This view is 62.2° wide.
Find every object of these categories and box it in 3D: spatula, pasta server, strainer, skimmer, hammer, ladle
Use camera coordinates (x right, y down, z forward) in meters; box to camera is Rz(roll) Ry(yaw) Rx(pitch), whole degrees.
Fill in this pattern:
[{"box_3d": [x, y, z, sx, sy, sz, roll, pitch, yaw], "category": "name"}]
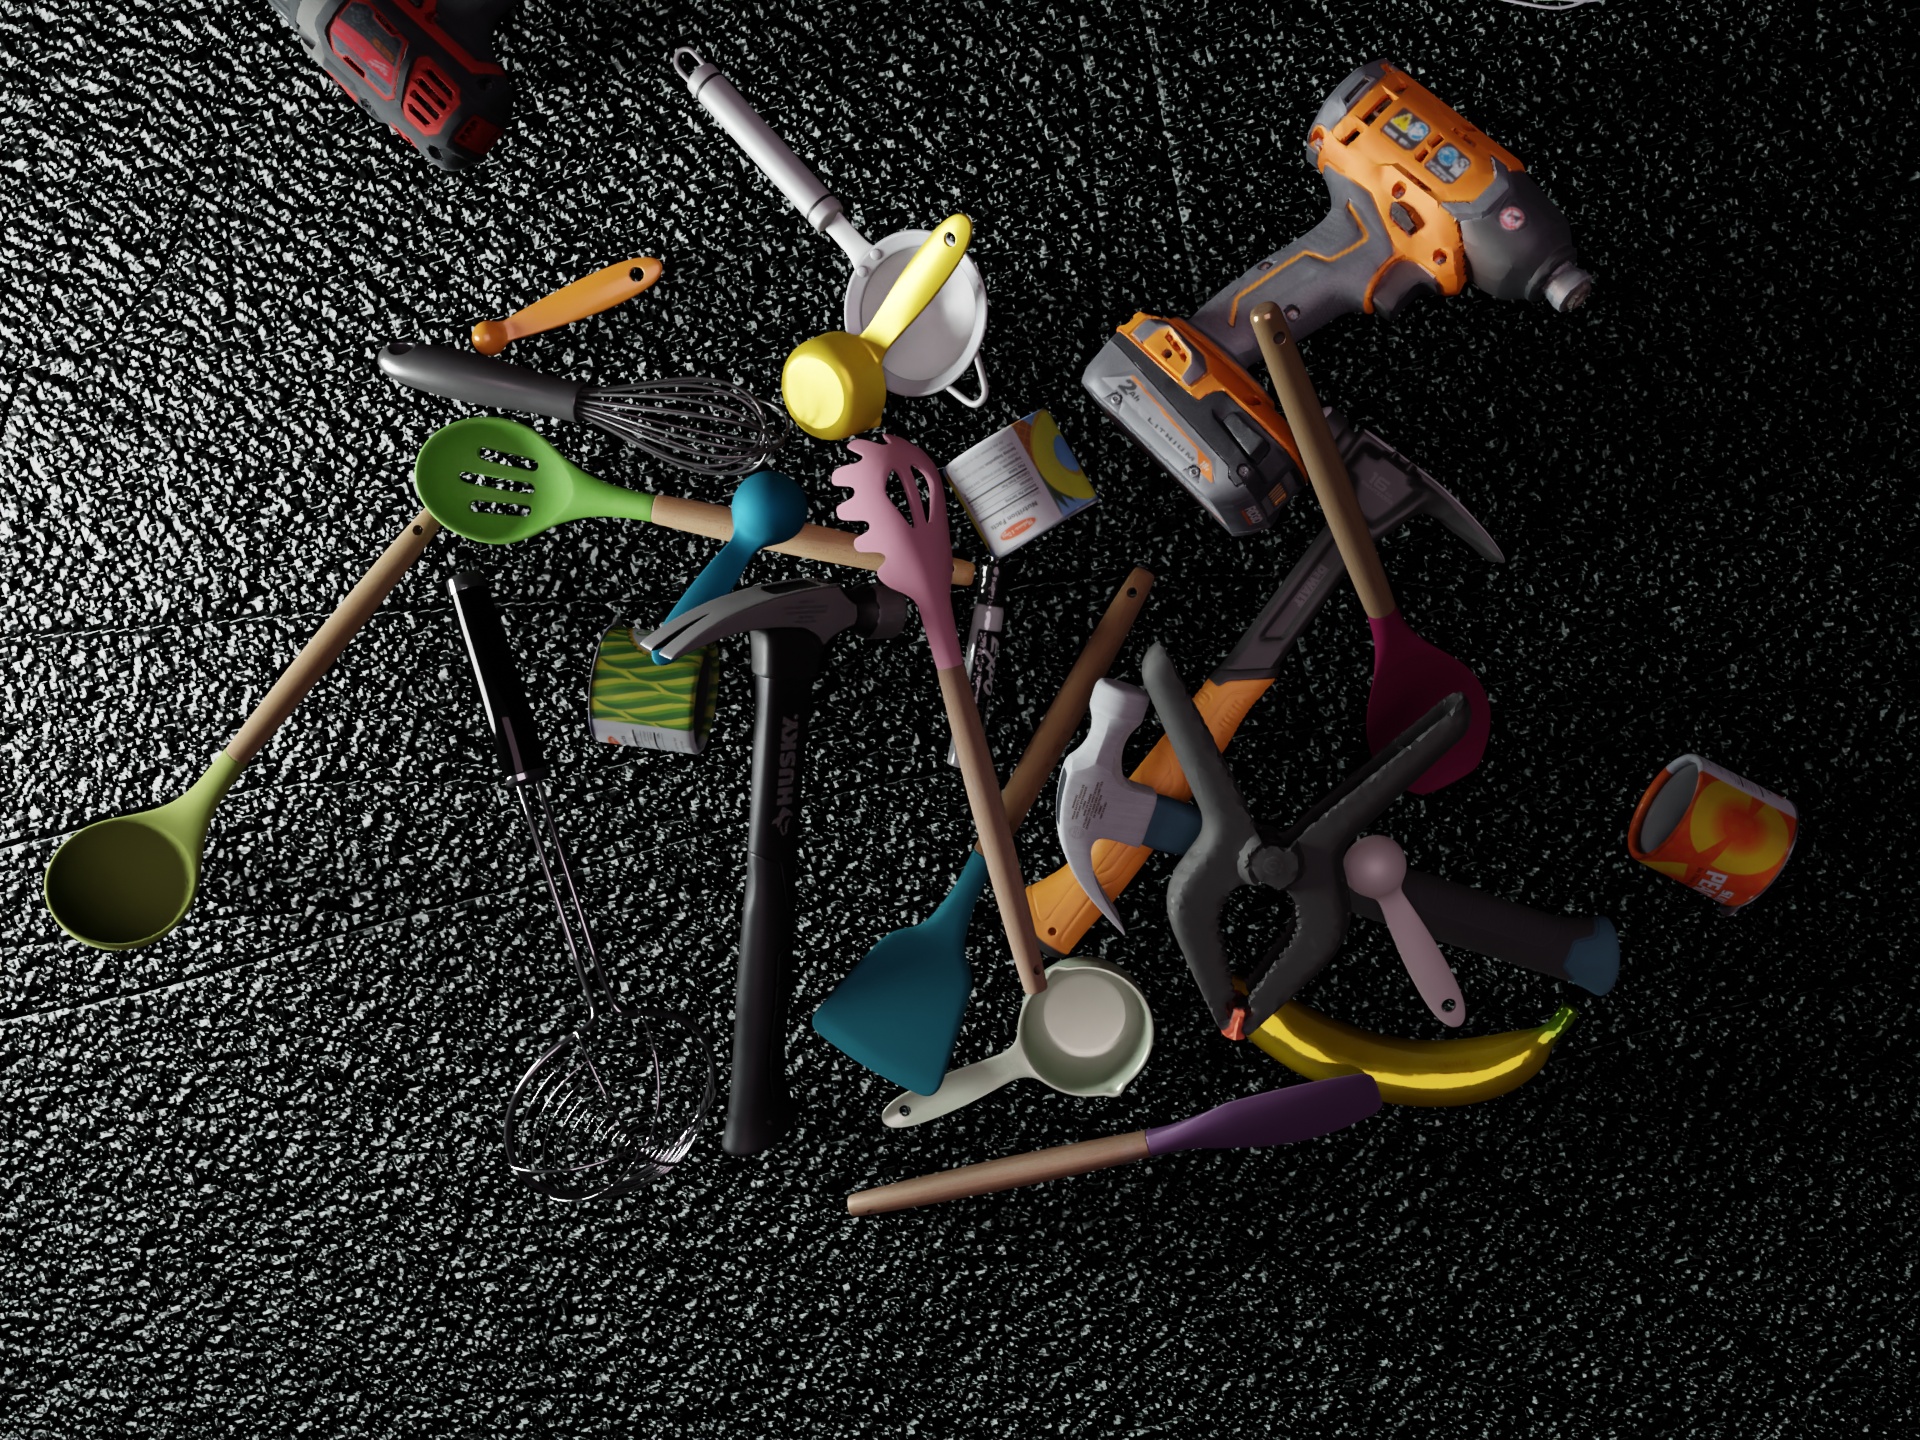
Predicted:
[{"box_3d": [0.084, 0.249, 0.915, 0.316, 0.018, 0.059, -15, 134, 11], "category": "spatula"}, {"box_3d": [0.026, 0.056, 0.893, 0.082, 0.044, 0.317, 30, 98, 9], "category": "spatula"}, {"box_3d": [-0.001, -0.003, 0.865, 0.060, 0.040, 0.316, -18, 97, -24], "category": "pasta server"}, {"box_3d": [-0.066, -0.268, 0.857, 0.258, 0.050, 0.087, 48, 117, 2], "category": "strainer"}, {"box_3d": [-0.238, 0.096, 0.915, 0.127, 0.090, 0.363, -16, 84, -29], "category": "skimmer"}, {"box_3d": [0.209, 0.085, 0.867, 0.331, 0.033, 0.128, 18, 103, -7], "category": "hammer"}, {"box_3d": [0.149, -0.001, 0.882, 0.127, 0.034, 0.337, 37, 99, -1], "category": "hammer"}, {"box_3d": [-0.403, 0.002, 0.909, 0.078, 0.062, 0.320, 41, 96, -5], "category": "ladle"}, {"box_3d": [-0.110, 0.088, 0.885, 0.146, 0.035, 0.334, -5, 108, -37], "category": "hammer"}]

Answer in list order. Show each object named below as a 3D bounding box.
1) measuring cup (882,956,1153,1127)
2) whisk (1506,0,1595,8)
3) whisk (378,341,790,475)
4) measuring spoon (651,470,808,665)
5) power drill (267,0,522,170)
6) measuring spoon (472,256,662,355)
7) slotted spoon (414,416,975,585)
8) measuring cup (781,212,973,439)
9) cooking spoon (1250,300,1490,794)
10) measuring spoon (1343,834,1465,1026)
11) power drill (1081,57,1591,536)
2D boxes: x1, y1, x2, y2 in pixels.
[{"box_3d": [0.031, 0.192, 0.915, 0.167, 0.038, 0.083, -26, 95, 9], "category": "measuring cup"}, {"box_3d": [0.216, -0.394, 0.816, 0.284, 0.070, 0.070, 1, 98, 9], "category": "whisk"}, {"box_3d": [-0.209, -0.178, 0.878, 0.239, 0.055, 0.055, 13, 99, 7], "category": "whisk"}, {"box_3d": [-0.128, -0.084, 0.859, 0.042, 0.021, 0.129, 32, 75, 3], "category": "measuring spoon"}, {"box_3d": [-0.270, -0.431, 0.832, 0.188, 0.080, 0.226, 43, 101, -2], "category": "power drill"}, {"box_3d": [-0.220, -0.232, 0.885, 0.117, 0.011, 0.021, -21, 96, 6], "category": "measuring spoon"}, {"box_3d": [-0.146, -0.111, 0.890, 0.314, 0.031, 0.070, 11, 91, 0], "category": "slotted spoon"}, {"box_3d": [-0.044, -0.205, 0.828, 0.062, 0.029, 0.156, 51, 133, 4], "category": "measuring cup"}, {"box_3d": [0.206, -0.076, 0.804, 0.069, 0.017, 0.318, -28, 126, 6], "category": "cooking spoon"}, {"box_3d": [0.243, 0.116, 0.850, 0.034, 0.018, 0.124, -30, 104, 4], "category": "measuring spoon"}, {"box_3d": [0.192, -0.204, 0.807, 0.226, 0.084, 0.164, -45, 69, 7], "category": "power drill"}]
